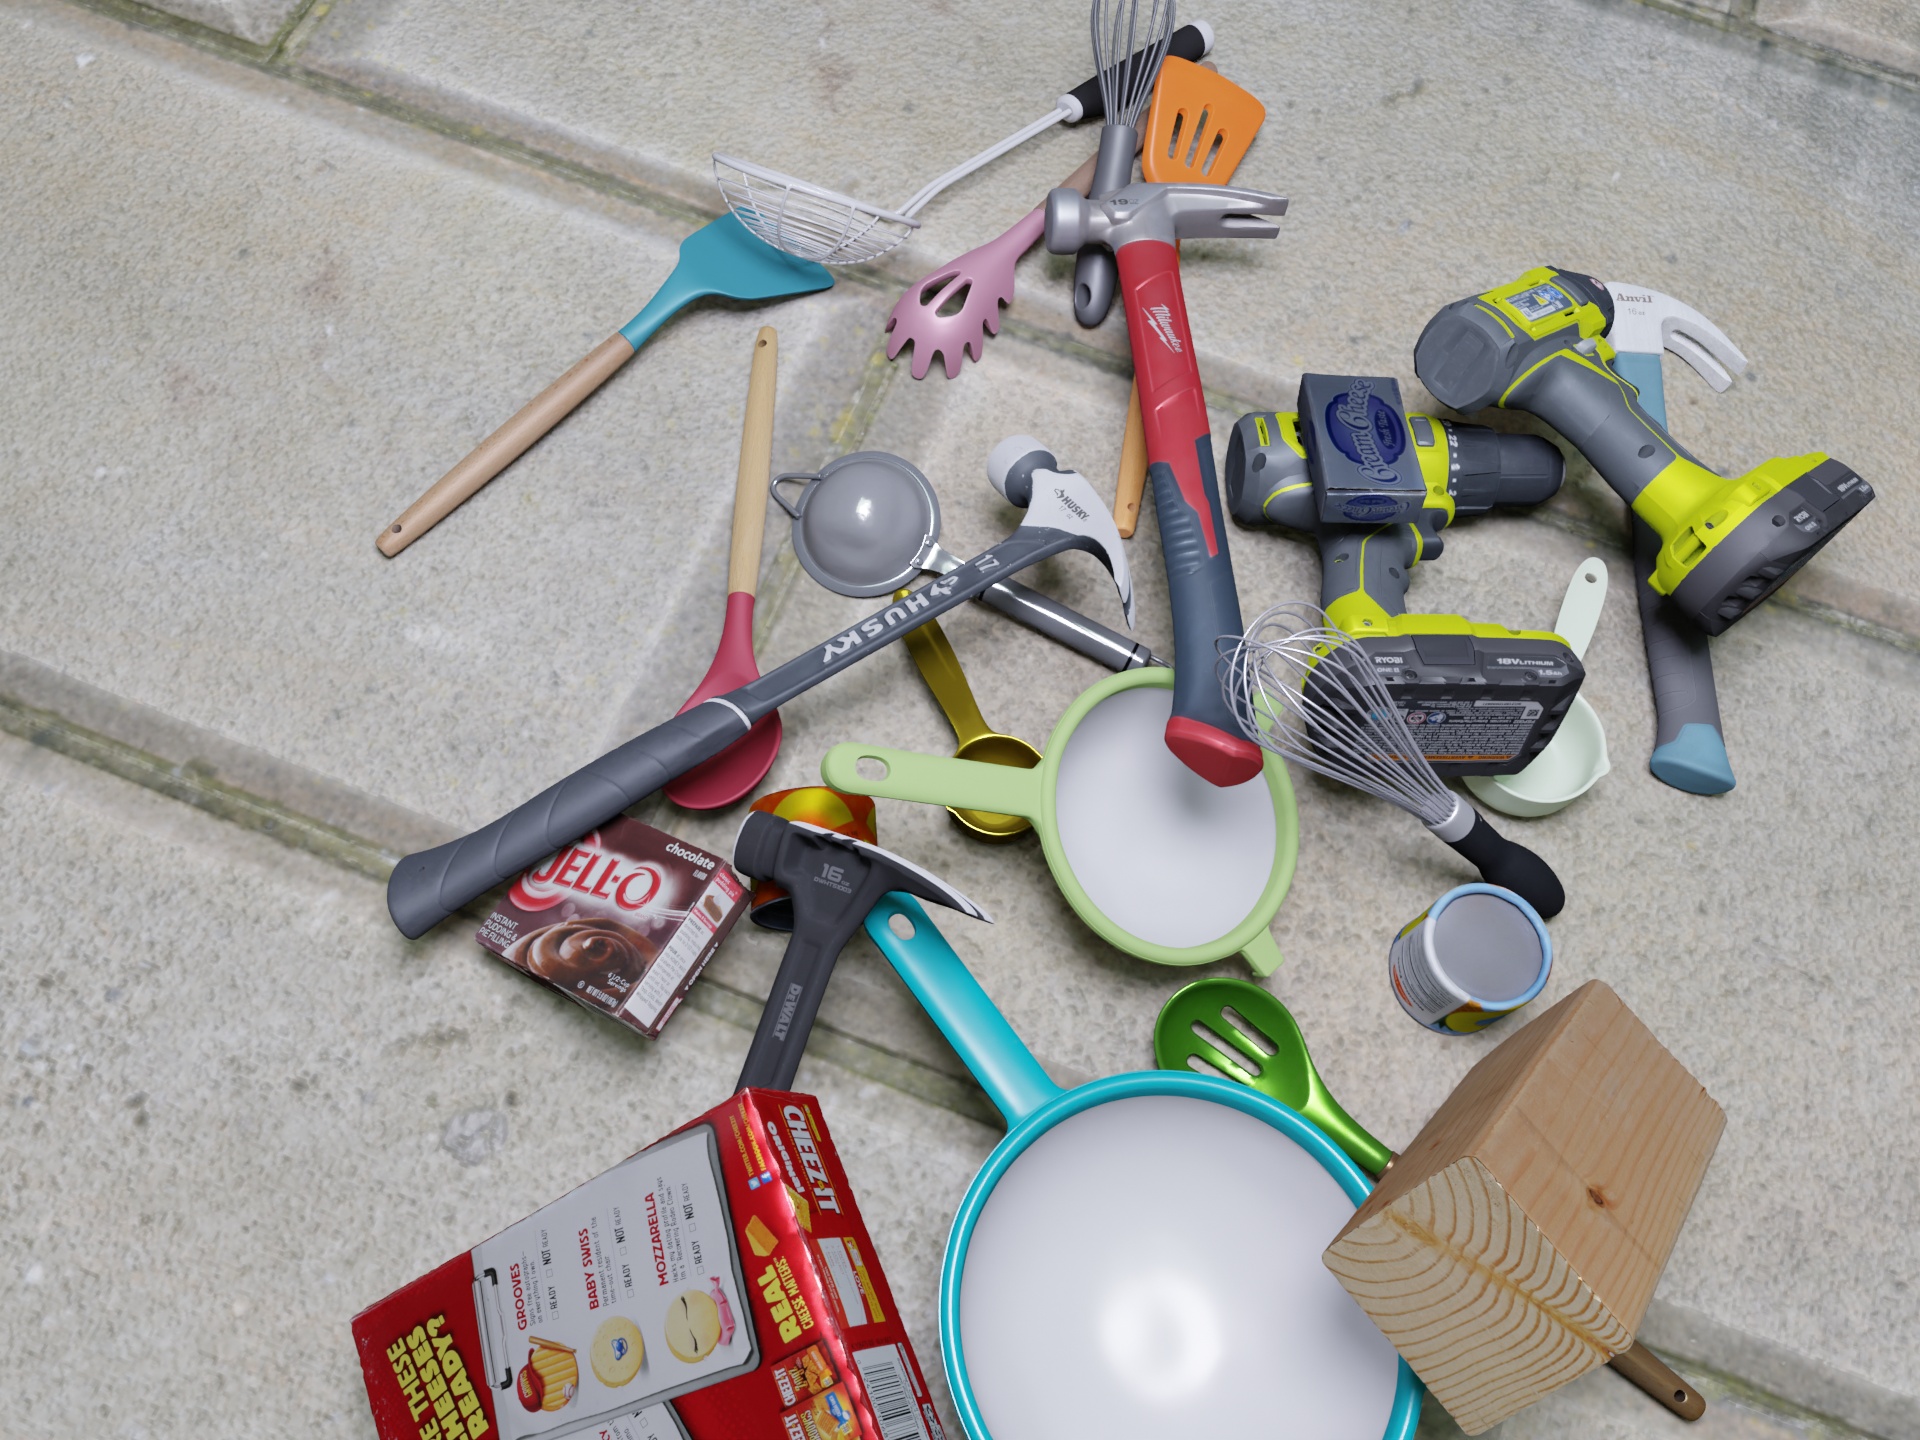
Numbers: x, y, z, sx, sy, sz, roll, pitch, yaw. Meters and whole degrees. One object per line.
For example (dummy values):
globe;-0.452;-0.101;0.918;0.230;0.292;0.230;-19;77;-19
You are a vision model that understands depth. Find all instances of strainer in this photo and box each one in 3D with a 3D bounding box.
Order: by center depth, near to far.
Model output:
strainer;0.055;0.227;0.739;0.211;0.095;0.341;-30;66;-20
strainer;0.046;0.045;0.798;0.256;0.069;0.151;9;73;-21
strainer;0.005;-0.083;0.891;0.258;0.050;0.087;27;84;4

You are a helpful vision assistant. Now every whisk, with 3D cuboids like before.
whisk;0.221;0.032;0.774;0.284;0.070;0.070;35;63;-32
whisk;0.094;-0.360;0.977;0.055;0.055;0.239;9;89;0

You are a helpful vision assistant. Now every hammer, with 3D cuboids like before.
hammer;-0.098;0.214;0.712;0.127;0.034;0.337;17;82;25
hammer;-0.097;-0.008;0.795;0.409;0.036;0.149;-31;44;-8
hammer;0.133;-0.143;0.854;0.143;0.038;0.387;-1;60;-5
hammer;0.409;-0.115;0.935;0.128;0.033;0.331;3;67;-2

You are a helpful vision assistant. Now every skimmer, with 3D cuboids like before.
skimmer;0.016;-0.382;0.988;0.363;0.090;0.127;-35;43;-19

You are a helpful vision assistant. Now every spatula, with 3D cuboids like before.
spatula;-0.212;-0.198;0.933;0.082;0.044;0.317;43;76;12
spatula;0.126;-0.258;0.970;0.081;0.041;0.323;19;67;-20

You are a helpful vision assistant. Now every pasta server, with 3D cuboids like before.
pasta server;0.066;-0.326;1.004;0.060;0.040;0.316;38;66;11

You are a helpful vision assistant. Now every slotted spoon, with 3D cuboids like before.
slotted spoon;0.227;0.235;0.779;0.314;0.031;0.070;37;86;9

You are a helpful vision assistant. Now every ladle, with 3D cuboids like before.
ladle;-0.122;-0.092;0.891;0.069;0.031;0.316;-3;65;12

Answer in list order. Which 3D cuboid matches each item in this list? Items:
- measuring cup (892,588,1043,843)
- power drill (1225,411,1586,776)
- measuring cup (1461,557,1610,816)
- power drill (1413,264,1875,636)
measuring cup;-0.001;-0.003;0.863;0.062;0.029;0.157;-22;68;-12
power drill;0.255;-0.083;0.867;0.190;0.080;0.229;0;51;-3
measuring cup;0.328;-0.020;0.888;0.083;0.038;0.168;25;64;8
power drill;0.379;-0.164;0.882;0.171;0.080;0.223;-26;67;-39
